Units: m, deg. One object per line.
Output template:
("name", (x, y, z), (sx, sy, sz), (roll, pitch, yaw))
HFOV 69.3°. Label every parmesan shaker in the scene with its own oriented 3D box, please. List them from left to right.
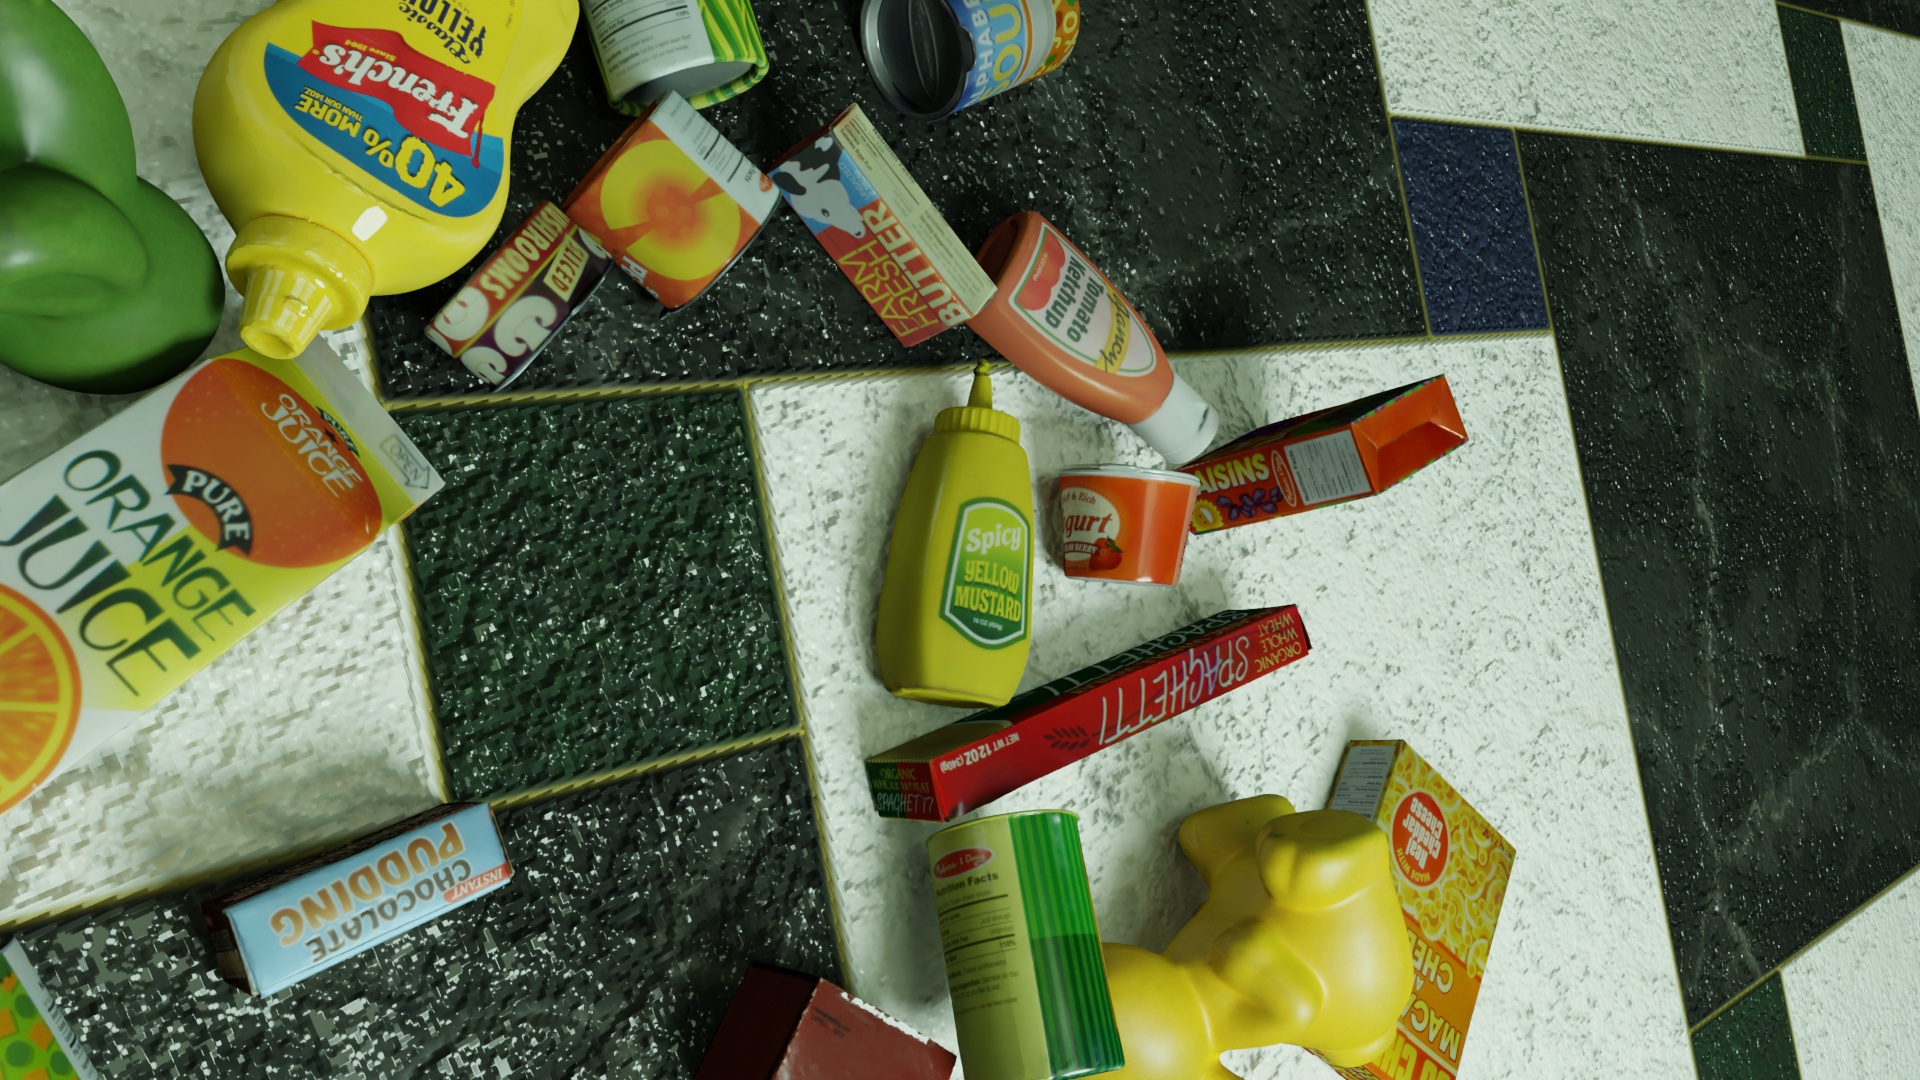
("parmesan shaker", (0.024, 0.171, 0.575), (0.071, 0.071, 0.103), (7, 62, -36))

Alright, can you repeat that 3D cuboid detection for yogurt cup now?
("yogurt cup", (0.079, -0.006, 0.668), (0.072, 0.072, 0.054), (7, 87, -36))

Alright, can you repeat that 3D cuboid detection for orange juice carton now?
("orange juice carton", (-0.251, 0.011, 0.412), (0.193, 0.073, 0.071), (-46, 108, -33))

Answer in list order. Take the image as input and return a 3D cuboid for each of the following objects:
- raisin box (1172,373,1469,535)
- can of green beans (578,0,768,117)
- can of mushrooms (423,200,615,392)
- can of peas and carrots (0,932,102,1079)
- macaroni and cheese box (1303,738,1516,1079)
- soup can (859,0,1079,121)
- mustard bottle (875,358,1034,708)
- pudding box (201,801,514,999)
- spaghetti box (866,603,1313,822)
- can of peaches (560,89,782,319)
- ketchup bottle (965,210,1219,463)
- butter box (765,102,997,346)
("raisin box", (0.181, -0.042, 0.711), (0.086, 0.123, 0.040), (-26, 97, -37))
("can of green beans", (-0.116, -0.208, 0.553), (0.071, 0.071, 0.057), (-20, 96, -37))
("can of mushrooms", (-0.157, -0.089, 0.499), (0.033, 0.071, 0.071), (44, 60, -22))
("can of peas and carrots", (-0.278, 0.150, 0.372), (0.071, 0.071, 0.058), (-32, 103, -36))
("macaroni and cheese box", (0.239, 0.213, 0.764), (0.123, 0.040, 0.167), (41, 60, -24))
("soup can", (0.008, -0.239, 0.648), (0.084, 0.071, 0.071), (-34, 103, -35))
("mustard bottle", (0.002, -0.008, 0.618), (0.065, 0.048, 0.160), (15, 74, -36))
("pudding box", (-0.195, 0.114, 0.451), (0.084, 0.049, 0.030), (-21, 94, -37))
("spaghetti box", (0.070, 0.076, 0.655), (0.251, 0.050, 0.028), (-17, 94, -38))
("can of peaches", (-0.115, -0.131, 0.543), (0.058, 0.071, 0.071), (42, 61, -24))
("ketchup bottle", (0.067, -0.093, 0.685), (0.148, 0.043, 0.065), (37, 62, -27))
("butter box", (-0.034, -0.135, 0.610), (0.103, 0.053, 0.024), (50, 55, -20))
